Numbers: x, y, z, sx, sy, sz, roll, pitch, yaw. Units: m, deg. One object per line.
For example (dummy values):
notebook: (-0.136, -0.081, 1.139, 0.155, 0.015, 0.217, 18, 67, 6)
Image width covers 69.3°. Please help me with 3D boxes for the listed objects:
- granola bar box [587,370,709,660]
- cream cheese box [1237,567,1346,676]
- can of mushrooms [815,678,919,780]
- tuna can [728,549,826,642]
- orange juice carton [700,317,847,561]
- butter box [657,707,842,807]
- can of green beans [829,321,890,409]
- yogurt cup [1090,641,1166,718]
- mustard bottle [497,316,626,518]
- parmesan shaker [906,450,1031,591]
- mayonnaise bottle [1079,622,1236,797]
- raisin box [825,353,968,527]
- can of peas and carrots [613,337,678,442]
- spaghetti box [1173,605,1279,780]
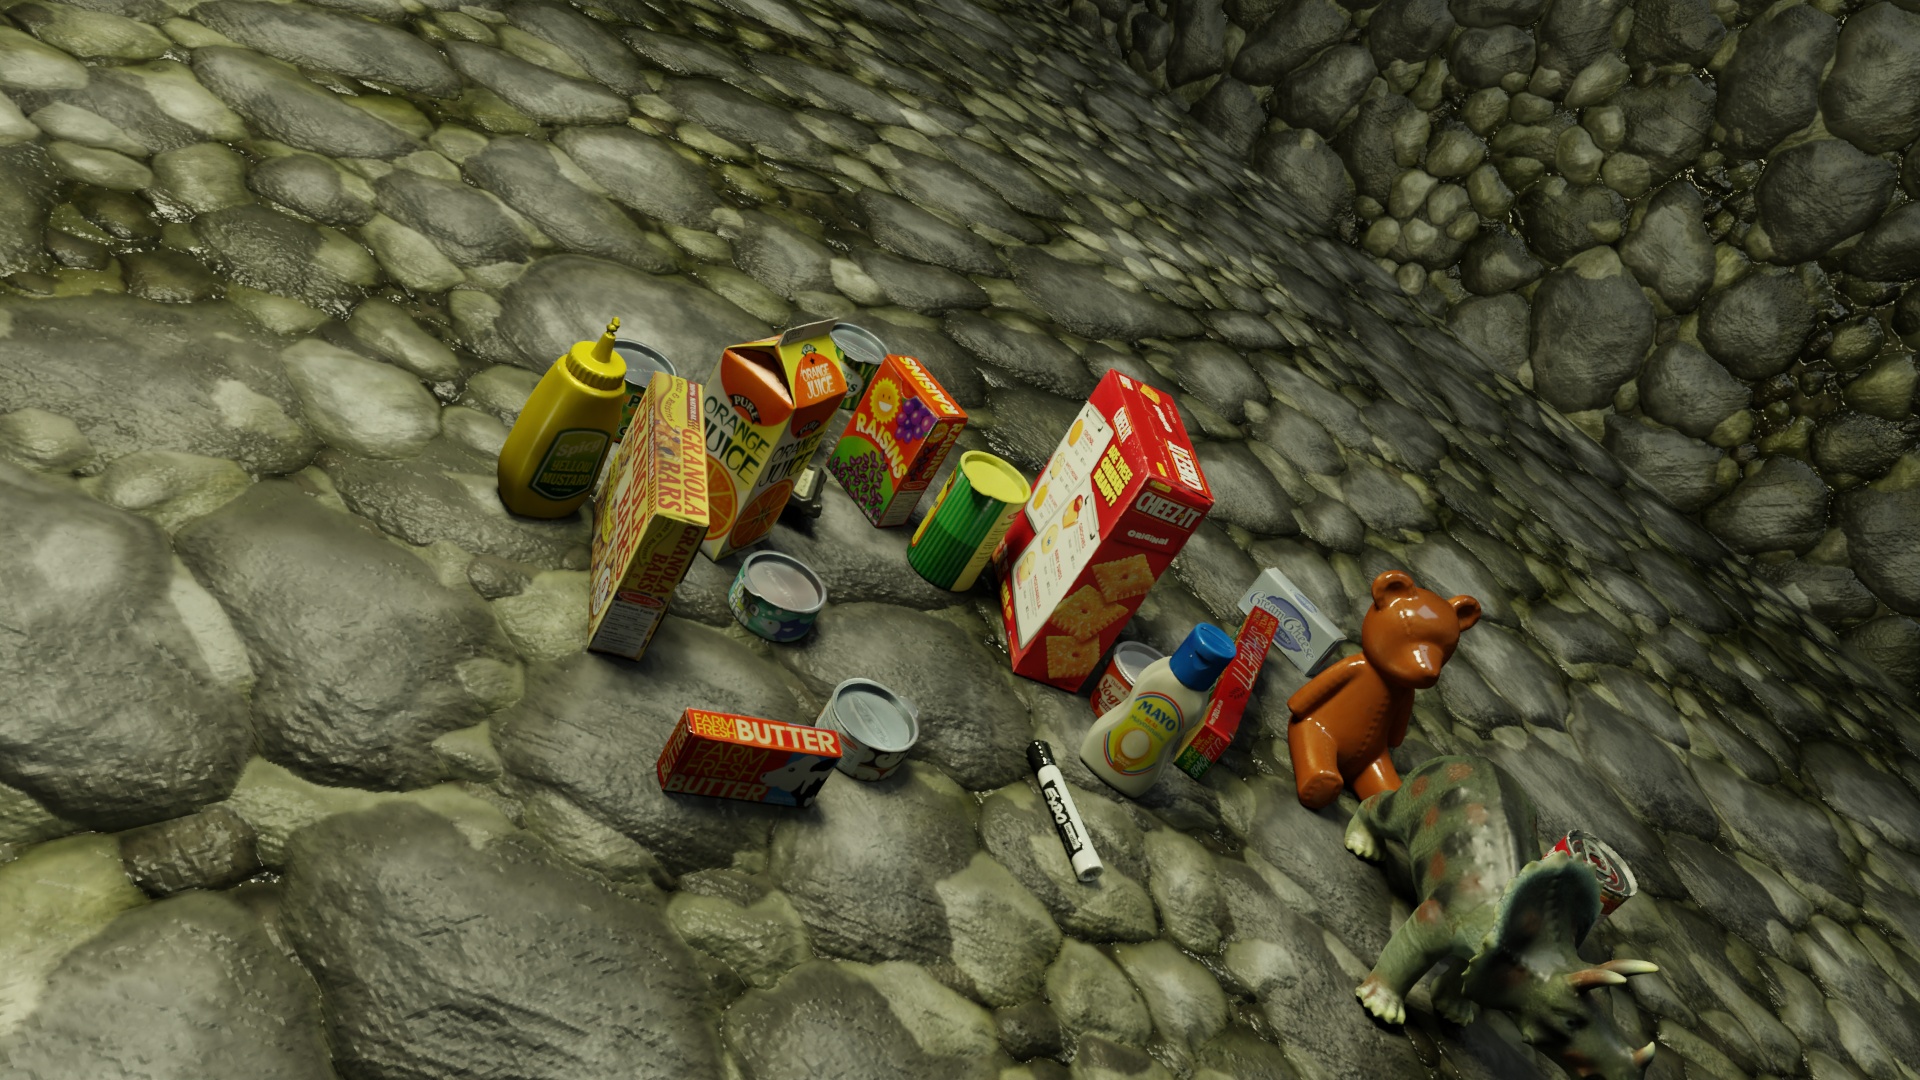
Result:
granola bar box: (-0.212, -0.019, 0.943, 0.039, 0.123, 0.166, 18, 32, -25)
cream cheese box: (0.329, 0.080, 1.384, 0.024, 0.053, 0.104, -6, 47, -48)
can of mushrooms: (-0.063, 0.130, 0.955, 0.071, 0.033, 0.071, 24, 30, -15)
tuna can: (-0.136, 0.041, 1.018, 0.071, 0.032, 0.071, 24, 30, -15)
orange juice carton: (-0.150, -0.084, 1.030, 0.073, 0.191, 0.072, 40, 30, 13)
butter box: (-0.130, 0.136, 0.861, 0.103, 0.053, 0.024, 14, 34, -30)
can of green beans: (-0.109, -0.167, 1.331, 0.071, 0.057, 0.071, 24, 30, -15)
yogurt cup: (0.143, 0.124, 1.140, 0.072, 0.053, 0.073, 24, 30, -15)
mustard bottle: (-0.266, -0.086, 0.955, 0.065, 0.159, 0.049, 0, 43, -45)
parmesan shaker: (0.004, -0.015, 1.165, 0.071, 0.102, 0.072, 24, 30, -15)
mayonnaise bottle: (0.152, 0.126, 1.050, 0.065, 0.147, 0.041, 37, 29, 7)
raisin box: (-0.056, -0.085, 1.192, 0.040, 0.122, 0.086, -3, 45, -46)
can of peas and carrots: (-0.265, -0.117, 1.106, 0.071, 0.058, 0.071, 24, 30, -15)
spaghetti box: (0.239, 0.128, 1.229, 0.029, 0.050, 0.251, 36, 29, 5)
